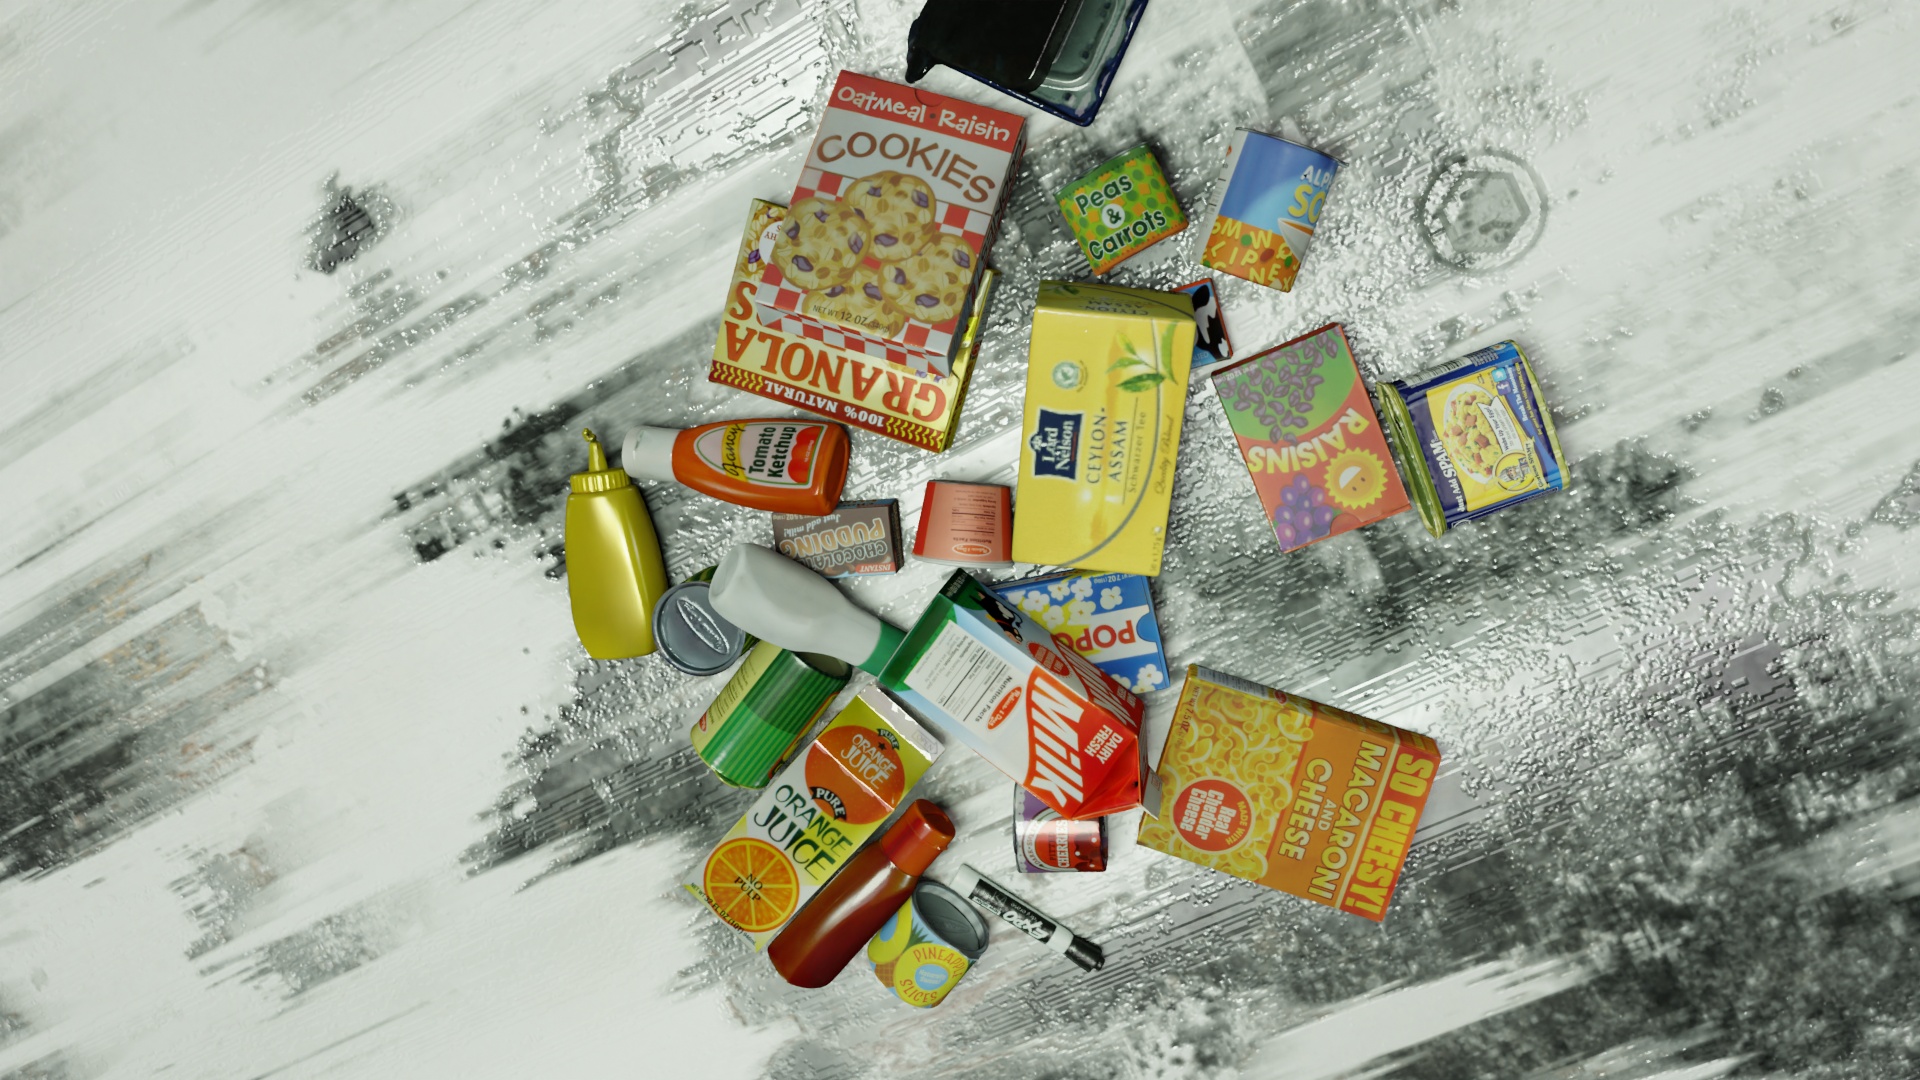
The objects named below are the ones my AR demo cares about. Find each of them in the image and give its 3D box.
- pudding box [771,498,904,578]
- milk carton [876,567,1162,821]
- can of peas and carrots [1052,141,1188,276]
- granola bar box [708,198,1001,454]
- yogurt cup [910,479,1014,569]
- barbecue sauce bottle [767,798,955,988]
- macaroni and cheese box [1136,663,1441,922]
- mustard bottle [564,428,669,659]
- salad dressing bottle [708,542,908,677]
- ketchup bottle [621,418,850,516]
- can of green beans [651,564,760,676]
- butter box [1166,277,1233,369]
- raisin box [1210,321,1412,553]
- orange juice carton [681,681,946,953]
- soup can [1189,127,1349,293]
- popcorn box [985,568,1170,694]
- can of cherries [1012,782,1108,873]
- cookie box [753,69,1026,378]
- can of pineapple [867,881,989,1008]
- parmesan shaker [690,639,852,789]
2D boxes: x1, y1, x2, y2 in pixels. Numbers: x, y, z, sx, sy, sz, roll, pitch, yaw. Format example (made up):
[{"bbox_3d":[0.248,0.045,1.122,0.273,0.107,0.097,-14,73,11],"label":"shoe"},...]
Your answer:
[{"bbox_3d":[-0.083,0.000,0.943,0.084,0.030,0.049,-3,101,10],"label":"pudding box"},{"bbox_3d":[0.050,0.107,0.879,0.190,0.072,0.073,36,105,2],"label":"milk carton"},{"bbox_3d":[0.098,-0.203,0.852,0.071,0.071,0.058,-27,96,14],"label":"can of peas and carrots"},{"bbox_3d":[-0.071,-0.140,0.910,0.166,0.039,0.124,18,103,6],"label":"granola bar box"},{"bbox_3d":[0.003,-0.011,0.910,0.072,0.072,0.054,5,94,9],"label":"yogurt cup"},{"bbox_3d":[-0.063,0.239,0.942,0.148,0.065,0.044,-49,60,12],"label":"barbecue sauce bottle"},{"bbox_3d":[0.214,0.165,0.919,0.166,0.040,0.123,17,103,7],"label":"macaroni and cheese box"},{"bbox_3d":[-0.241,0.001,0.961,0.065,0.049,0.160,-4,100,14],"label":"mustard bottle"},{"bbox_3d":[-0.092,0.053,0.919,0.147,0.064,0.043,29,121,-25],"label":"salad dressing bottle"},{"bbox_3d":[-0.152,-0.053,0.933,0.149,0.043,0.065,6,63,14],"label":"ketchup bottle"},{"bbox_3d":[-0.170,0.054,0.954,0.071,0.058,0.071,2,101,10],"label":"can of green beans"},{"bbox_3d":[0.117,-0.128,0.887,0.103,0.024,0.053,-15,99,12],"label":"butter box"},{"bbox_3d":[0.220,-0.064,0.874,0.086,0.040,0.123,-22,97,12],"label":"raisin box"},{"bbox_3d":[-0.098,0.186,0.959,0.072,0.073,0.192,43,104,1],"label":"orange juice carton"},{"bbox_3d":[0.186,-0.198,0.840,0.071,0.071,0.083,20,104,6],"label":"soup can"},{"bbox_3d":[0.069,0.065,0.925,0.126,0.038,0.085,-11,98,12],"label":"popcorn box"},{"bbox_3d":[0.068,0.191,0.933,0.058,0.071,0.071,-2,101,10],"label":"can of cherries"},{"bbox_3d":[-0.041,-0.198,0.857,0.123,0.040,0.168,16,75,6],"label":"cookie box"},{"bbox_3d":[-0.023,0.283,0.967,0.071,0.071,0.057,37,105,1],"label":"can of pineapple"},{"bbox_3d":[-0.129,0.112,0.951,0.071,0.071,0.103,39,104,1],"label":"parmesan shaker"}]
